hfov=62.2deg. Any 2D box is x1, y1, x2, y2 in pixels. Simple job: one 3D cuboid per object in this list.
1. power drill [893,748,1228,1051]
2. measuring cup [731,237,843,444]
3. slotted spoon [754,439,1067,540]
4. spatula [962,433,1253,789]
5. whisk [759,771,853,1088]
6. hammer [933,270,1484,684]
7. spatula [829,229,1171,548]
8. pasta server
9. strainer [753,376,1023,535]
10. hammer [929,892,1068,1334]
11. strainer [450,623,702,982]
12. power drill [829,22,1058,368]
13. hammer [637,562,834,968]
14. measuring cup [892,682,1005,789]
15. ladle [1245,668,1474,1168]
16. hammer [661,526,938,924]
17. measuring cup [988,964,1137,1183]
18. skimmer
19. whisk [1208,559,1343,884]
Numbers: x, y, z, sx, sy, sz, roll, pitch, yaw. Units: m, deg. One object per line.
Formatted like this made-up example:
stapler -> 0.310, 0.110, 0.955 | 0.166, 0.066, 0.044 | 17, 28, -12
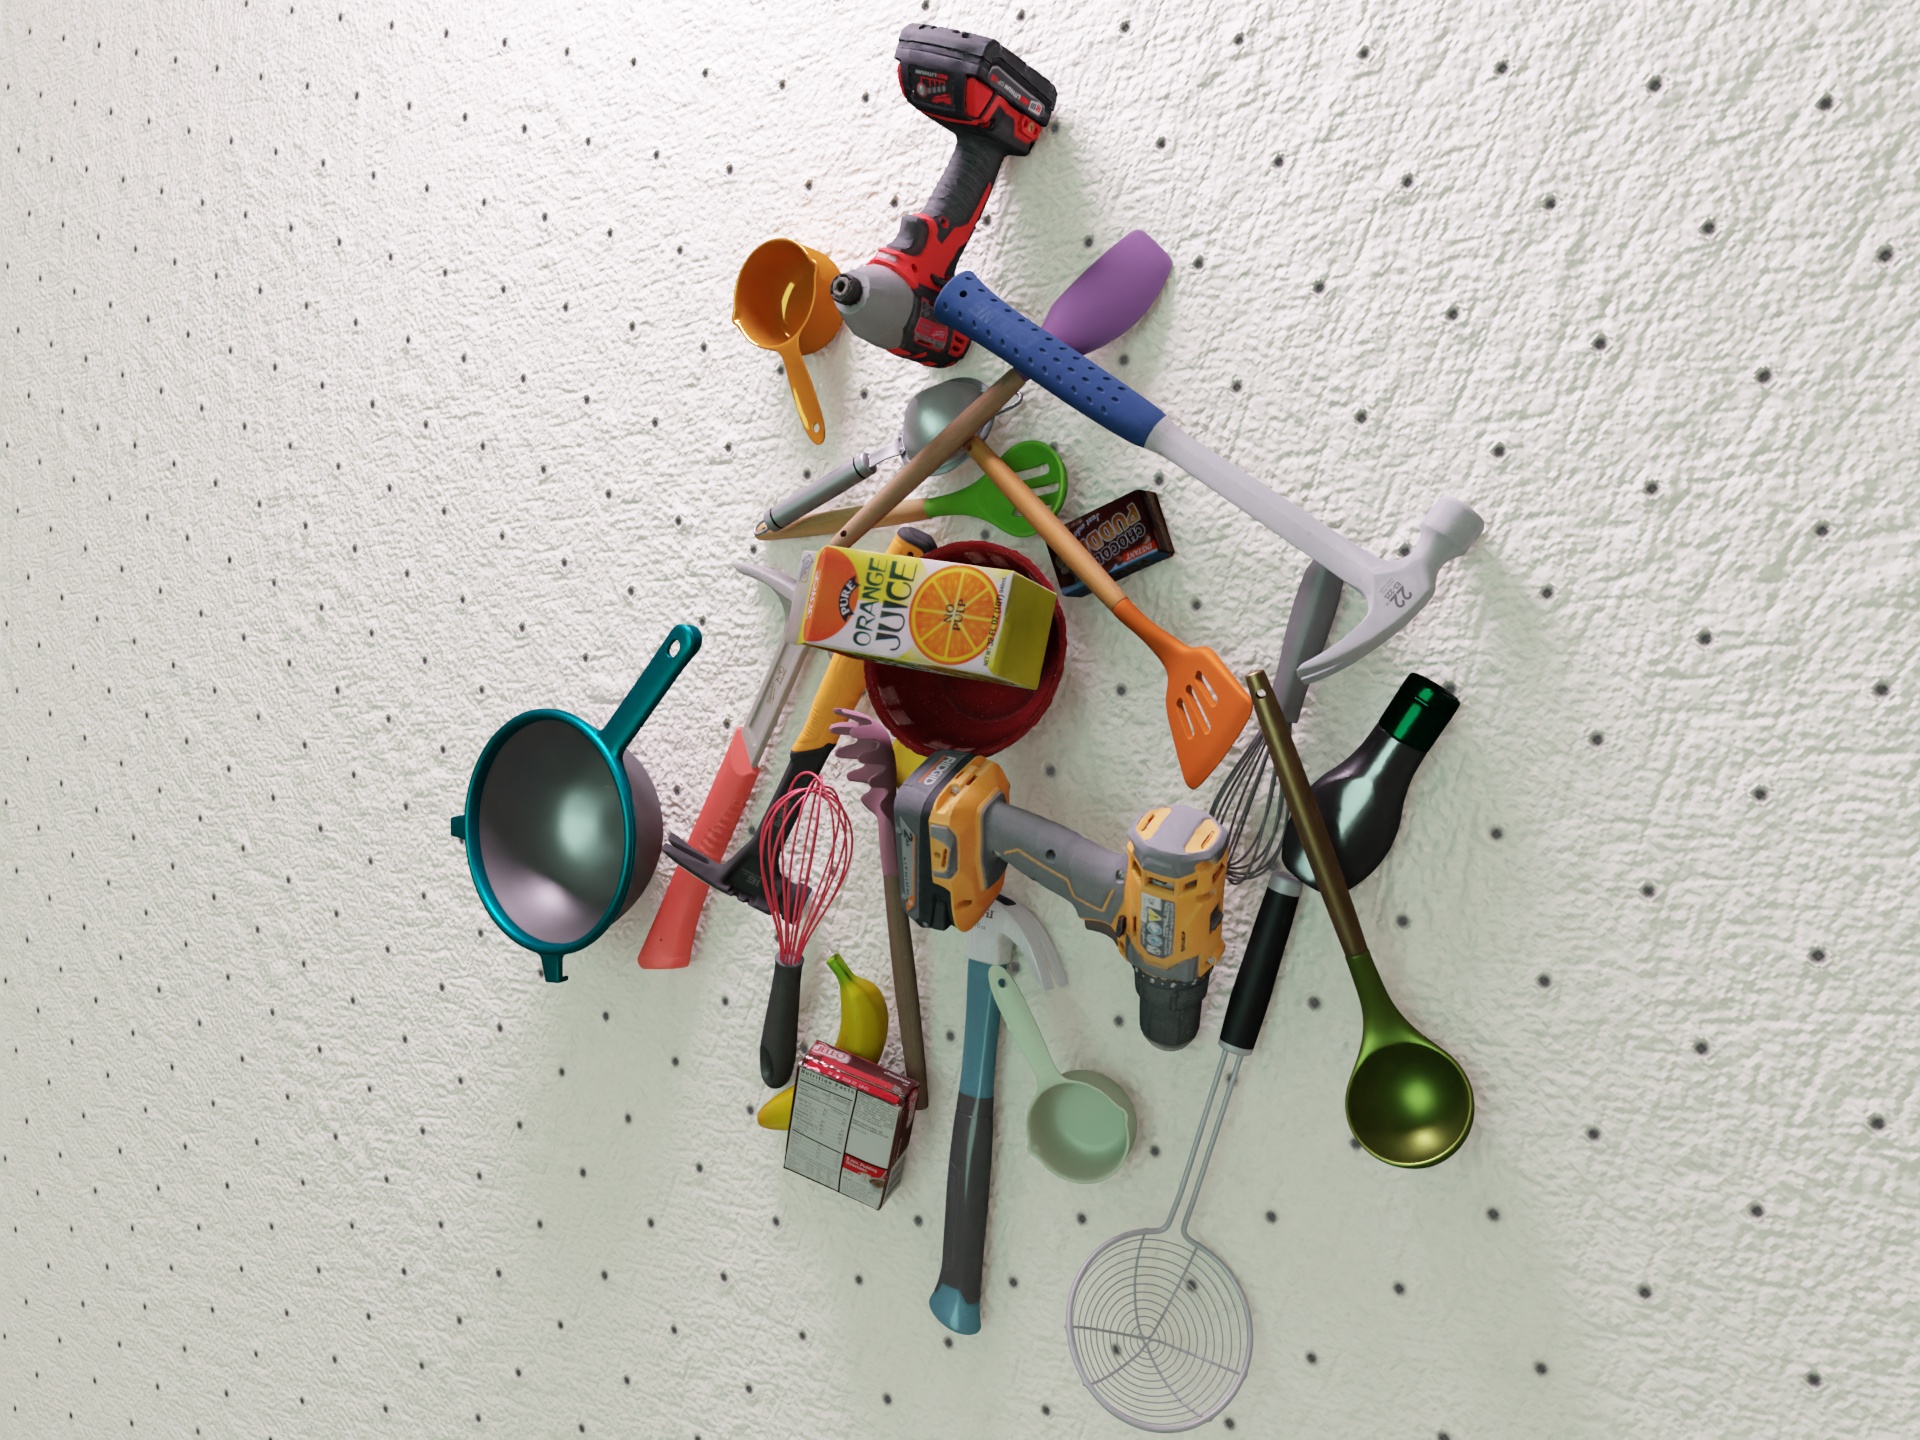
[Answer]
power drill -> 0.072, 0.124, 1.085 | 0.226, 0.084, 0.185 | 15, 127, 26
measuring cup -> -0.121, -0.298, 1.270 | 0.095, 0.052, 0.174 | -23, 79, 33
slotted spoon -> -0.043, -0.164, 1.231 | 0.314, 0.031, 0.070 | -3, 88, 37
spatula -> 0.089, -0.094, 1.090 | 0.323, 0.041, 0.081 | 51, 131, 25
whisk -> -0.132, 0.171, 1.248 | 0.073, 0.073, 0.295 | 28, 122, 32
hammer -> 0.134, -0.181, 1.056 | 0.406, 0.035, 0.144 | 39, 92, 24
spatula -> 0.024, -0.228, 1.139 | 0.316, 0.018, 0.060 | -41, 66, 9
pasta server -> -0.056, 0.145, 1.211 | 0.060, 0.040, 0.316 | -172, 74, -68
strainer -> -0.069, -0.201, 1.228 | 0.258, 0.050, 0.087 | -26, 54, 30
hammer -> 0.010, 0.292, 1.190 | 0.128, 0.033, 0.331 | 7, 95, 36
strainer -> -0.293, 0.049, 1.365 | 0.211, 0.095, 0.340 | 49, 115, 24
power drill -> -0.021, -0.372, 1.144 | 0.079, 0.143, 0.219 | 25, 102, 30
hammer -> -0.198, 0.052, 1.333 | 0.149, 0.036, 0.359 | 35, 109, 30
measuring cup -> -0.002, -0.004, 1.198 | 0.062, 0.029, 0.156 | 48, 115, 25
ladle -> 0.234, 0.121, 0.977 | 0.078, 0.062, 0.320 | -20, 93, 16
hammer -> -0.112, -0.002, 1.239 | 0.127, 0.034, 0.336 | 27, 108, -3
measuring cup -> 0.067, 0.244, 1.127 | 0.083, 0.038, 0.167 | -29, 86, 24
skimmer -> 0.167, 0.280, 1.044 | 0.127, 0.090, 0.363 | 16, 98, 1
whisk -> 0.209, -0.003, 1.042 | 0.055, 0.055, 0.239 | 20, 98, 33
